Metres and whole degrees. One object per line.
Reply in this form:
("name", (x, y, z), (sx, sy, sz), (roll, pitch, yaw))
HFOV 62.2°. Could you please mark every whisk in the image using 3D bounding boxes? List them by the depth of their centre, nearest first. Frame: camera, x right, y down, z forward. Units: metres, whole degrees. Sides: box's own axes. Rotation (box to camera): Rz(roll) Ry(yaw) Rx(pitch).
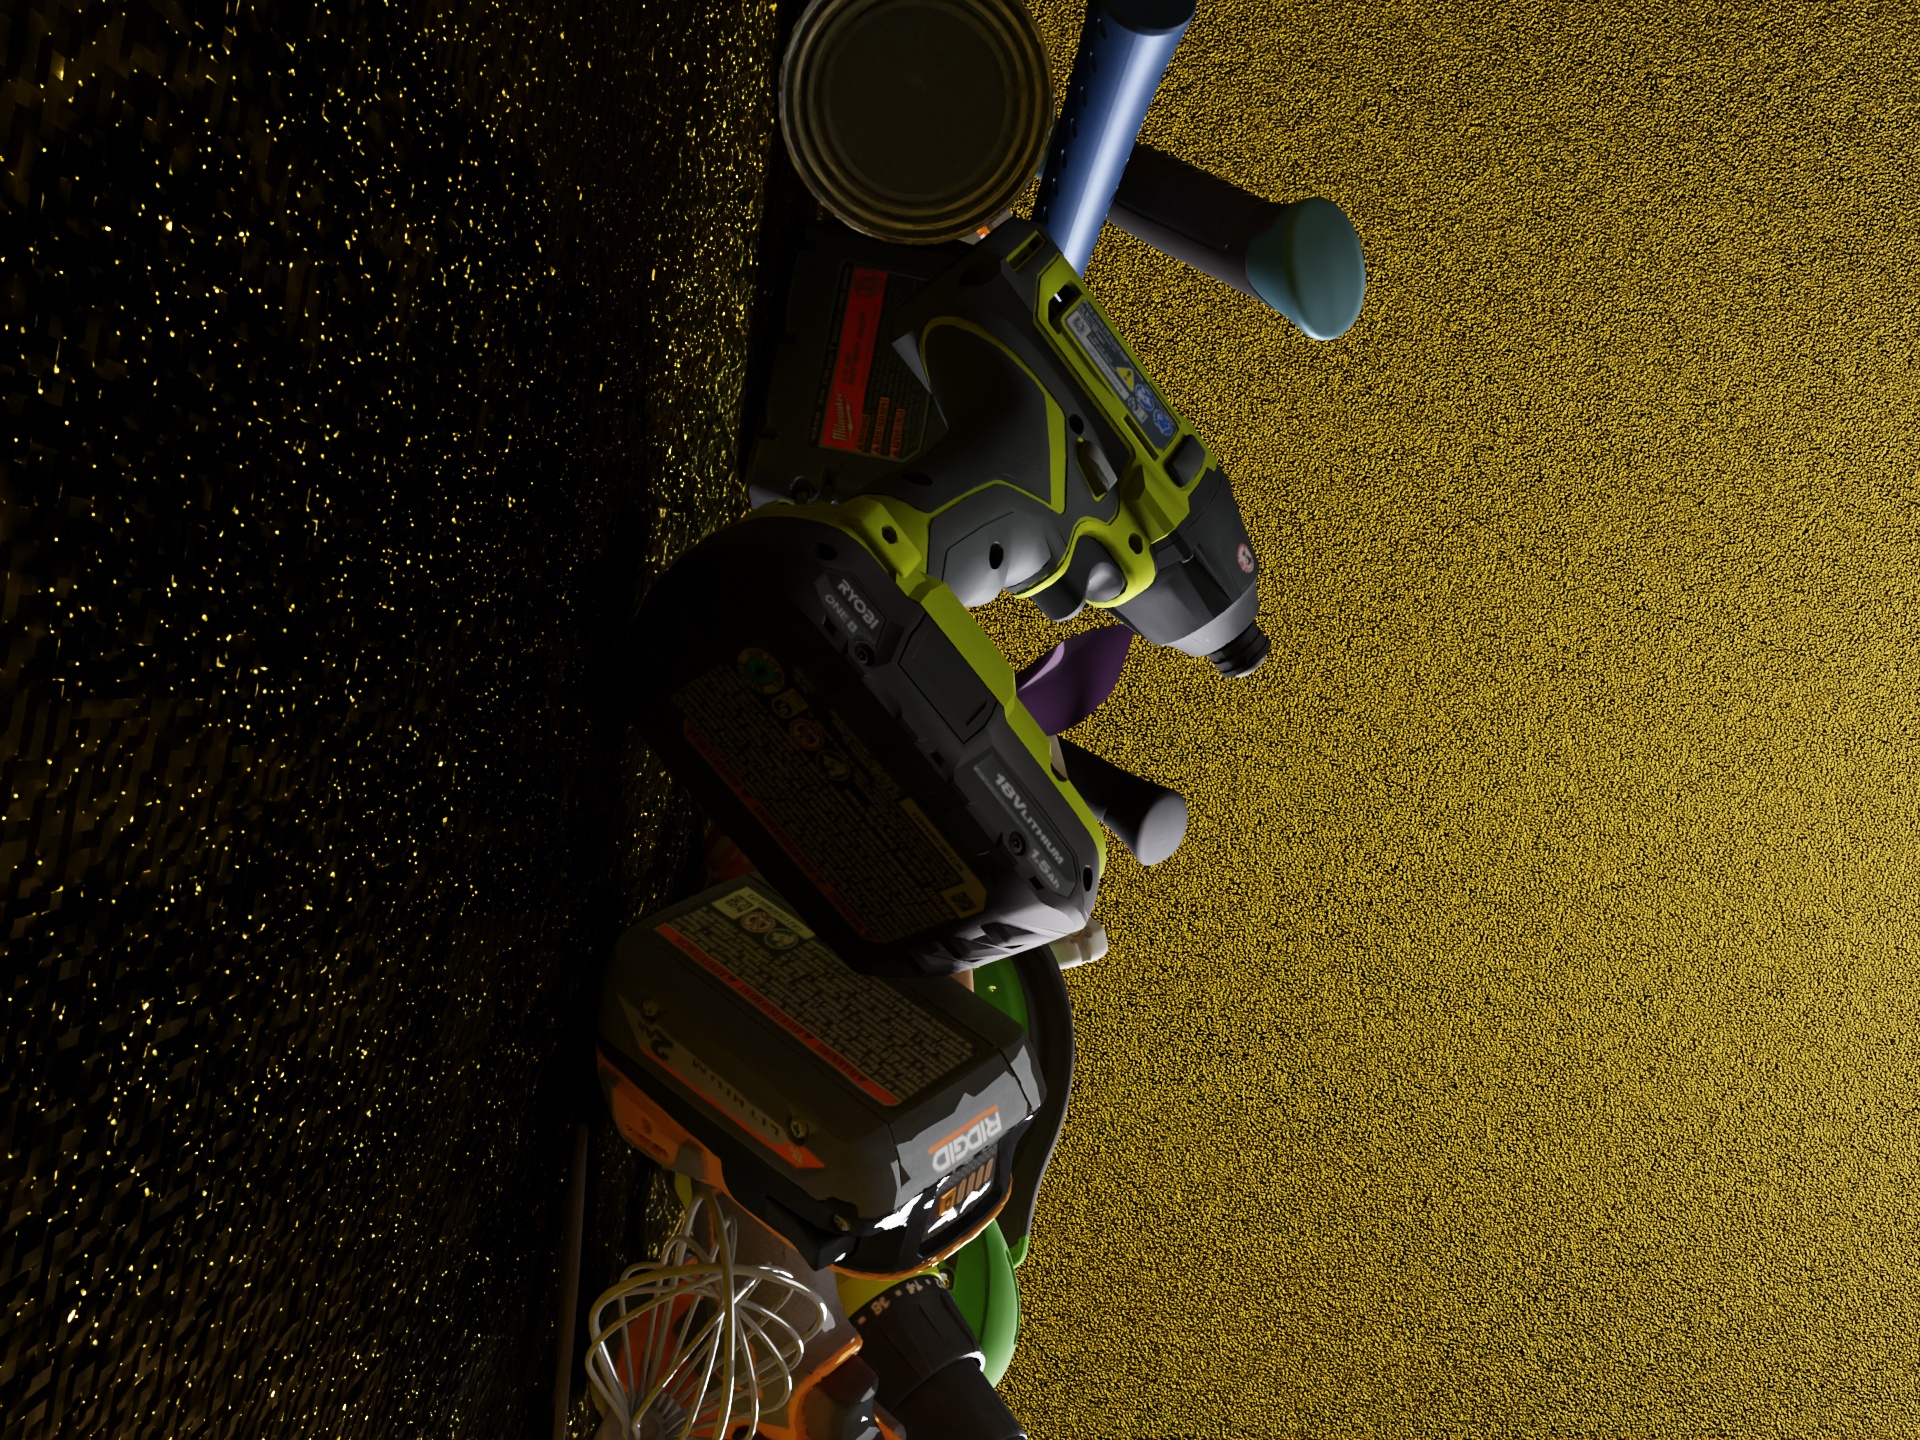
("whisk", (-0.089, 0.199, 0.451), (0.246, 0.057, 0.059), (117, -32, -48))

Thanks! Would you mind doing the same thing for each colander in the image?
("colander", (-0.064, 0.101, 0.842), (0.204, 0.094, 0.398), (-31, -128, 28))

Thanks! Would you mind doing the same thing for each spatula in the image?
("spatula", (-0.001, -0.002, 0.716), (0.316, 0.018, 0.059), (-16, 129, -55))

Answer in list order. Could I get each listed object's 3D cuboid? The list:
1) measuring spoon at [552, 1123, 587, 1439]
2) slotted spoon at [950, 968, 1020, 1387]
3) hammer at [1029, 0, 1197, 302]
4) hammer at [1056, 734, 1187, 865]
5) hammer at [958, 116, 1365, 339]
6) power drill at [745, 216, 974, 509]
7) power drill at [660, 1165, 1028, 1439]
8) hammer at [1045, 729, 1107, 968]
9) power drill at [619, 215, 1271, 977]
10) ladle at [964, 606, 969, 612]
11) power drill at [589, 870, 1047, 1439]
("measuring spoon", (-0.114, 0.173, 0.432), (0.034, 0.018, 0.124), (134, -40, -71))
("slotted spoon", (-0.003, 0.115, 0.646), (0.070, 0.031, 0.314), (142, -57, -78))
("hammer", (0.020, -0.130, 0.666), (0.405, 0.035, 0.144), (112, -15, -60))
("hammer", (0.018, 0.000, 0.952), (0.409, 0.036, 0.149), (-150, -131, -62))
("hammer", (0.052, -0.224, 0.640), (0.331, 0.033, 0.128), (-130, -155, -50))
("power drill", (-0.039, -0.095, 0.656), (0.219, 0.078, 0.143), (114, -14, -76))
("power drill", (-0.058, 0.273, 0.635), (0.191, 0.080, 0.228), (44, -44, 34))
("hammer", (-0.024, 0.062, 1.001), (0.411, 0.038, 0.146), (174, -98, -69))
("power drill", (0.017, -0.037, 0.476), (0.080, 0.171, 0.223), (-26, -161, 41))
("ladle", (-0.016, -0.171, 1.006), (0.069, 0.031, 0.315), (-109, -171, -56))
("power drill", (-0.035, 0.181, 0.472), (0.084, 0.185, 0.226), (-23, 131, -43))
